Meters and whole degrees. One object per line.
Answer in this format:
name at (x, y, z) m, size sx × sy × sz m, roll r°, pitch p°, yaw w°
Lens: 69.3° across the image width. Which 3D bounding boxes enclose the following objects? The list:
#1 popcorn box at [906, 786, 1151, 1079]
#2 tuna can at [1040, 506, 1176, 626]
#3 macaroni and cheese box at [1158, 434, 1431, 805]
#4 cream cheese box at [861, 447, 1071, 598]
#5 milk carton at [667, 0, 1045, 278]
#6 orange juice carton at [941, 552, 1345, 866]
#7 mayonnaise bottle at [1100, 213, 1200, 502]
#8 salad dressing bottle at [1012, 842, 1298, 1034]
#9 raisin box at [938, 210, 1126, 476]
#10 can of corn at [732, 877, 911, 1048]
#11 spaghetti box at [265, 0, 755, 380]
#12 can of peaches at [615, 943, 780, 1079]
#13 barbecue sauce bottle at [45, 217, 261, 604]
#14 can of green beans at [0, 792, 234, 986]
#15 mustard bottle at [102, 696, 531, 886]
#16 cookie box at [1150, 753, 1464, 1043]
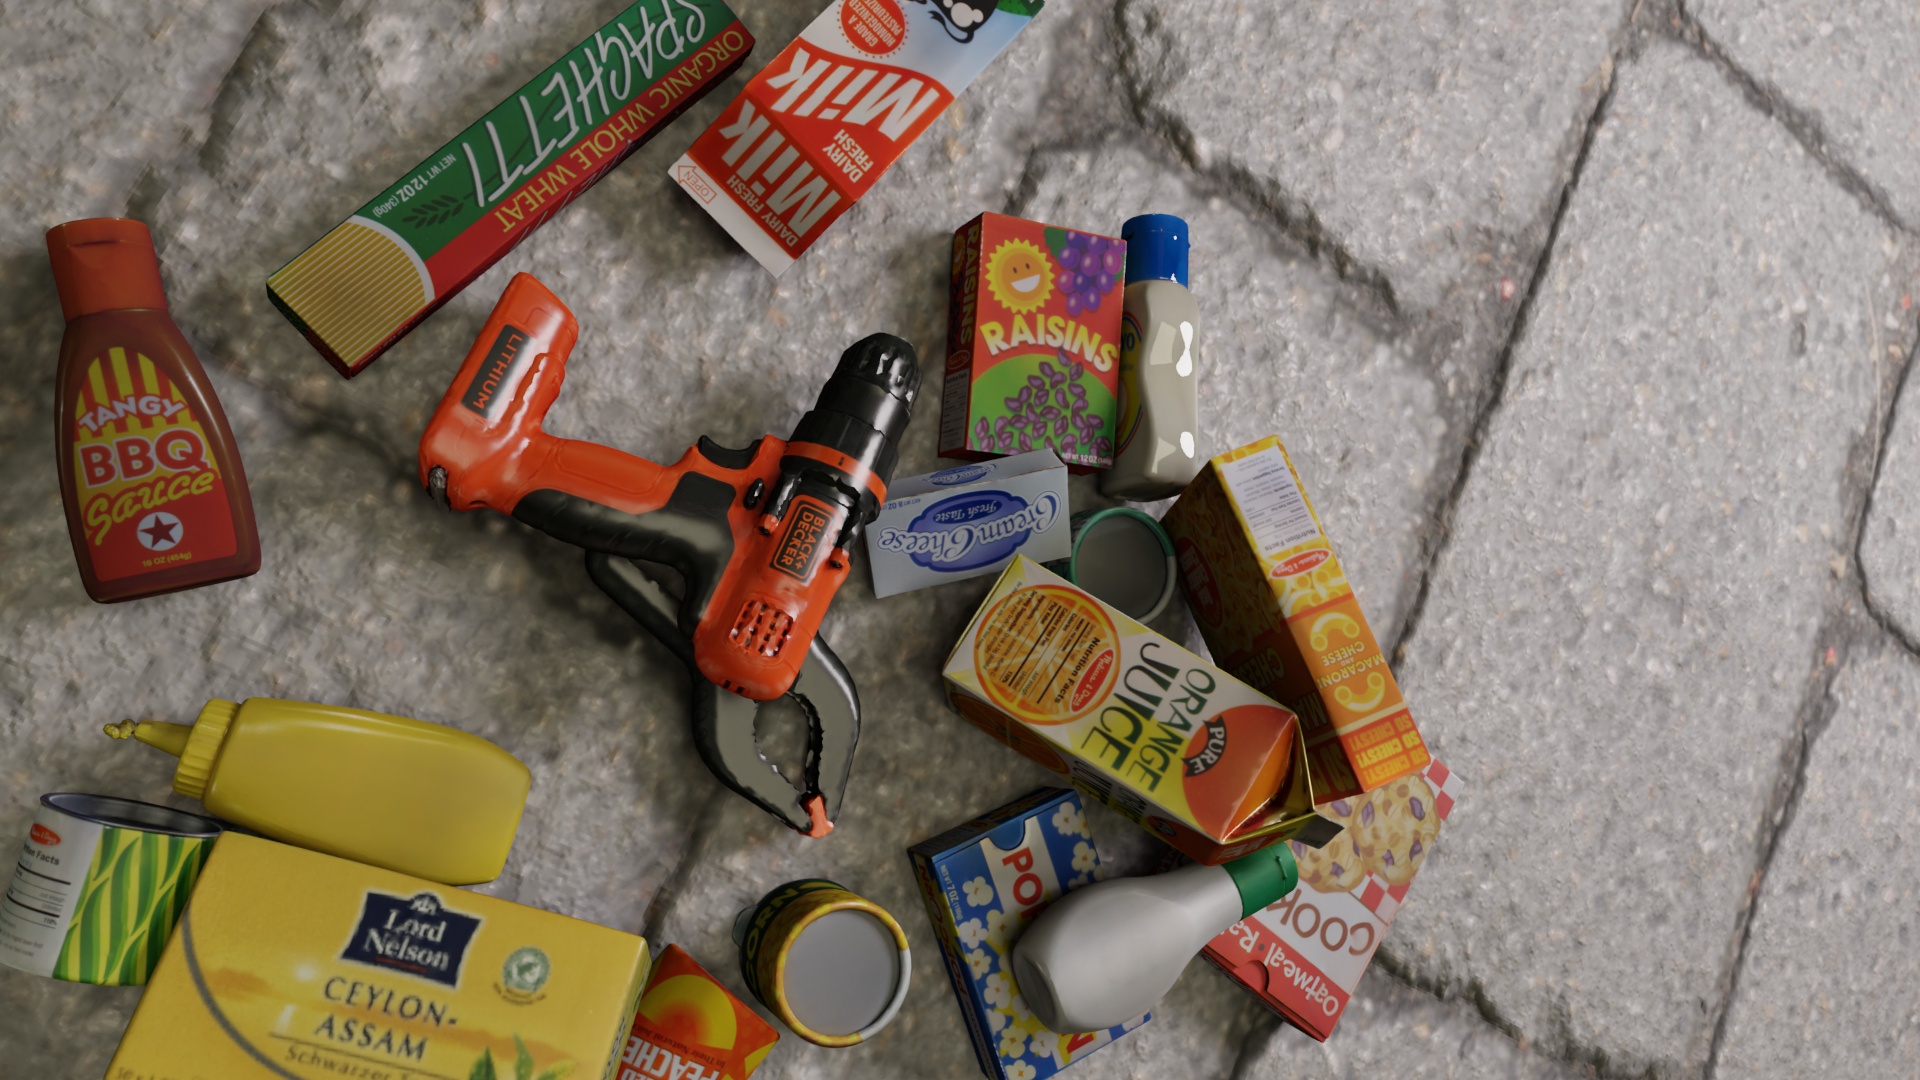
popcorn box at (0.035, 0.198, 0.695) m, size 0.085 × 0.038 × 0.126 m, roll -20°, pitch 94°, yaw -22°
tuna can at (0.077, 0.014, 0.730) m, size 0.071 × 0.033 × 0.071 m, roll 2°, pitch 85°, yaw -23°
macaroni and cheese box at (0.159, 0.046, 0.689) m, size 0.040 × 0.123 × 0.166 m, roll -21°, pitch 77°, yaw -10°
cream cheese box at (0.002, -0.009, 0.684) m, size 0.104 × 0.024 × 0.053 m, roll -12°, pitch 119°, yaw -11°
milk carton at (-0.053, -0.215, 0.672) m, size 0.072 × 0.073 × 0.191 m, roll 44°, pitch 71°, yaw -14°
orange juice carton at (0.091, 0.092, 0.663) m, size 0.193 × 0.071 × 0.073 m, roll 30°, pitch 73°, yaw 14°
mayonnaise bottle at (0.101, -0.097, 0.736) m, size 0.041 × 0.064 × 0.148 m, roll 6°, pitch 79°, yaw -19°
salad dressing bottle at (0.098, 0.186, 0.677) m, size 0.148 × 0.044 × 0.064 m, roll -20°, pitch 88°, yaw -24°
raisin box at (0.038, -0.100, 0.720) m, size 0.086 × 0.040 × 0.123 m, roll 6°, pitch 85°, yaw -22°
can of corn at (-0.065, 0.193, 0.642) m, size 0.071 × 0.058 × 0.071 m, roll 2°, pitch 85°, yaw -23°
spaghetti box at (-0.197, -0.173, 0.632) m, size 0.251 × 0.028 × 0.050 m, roll -46°, pitch 104°, yaw -19°
can of peaches at (-0.122, 0.220, 0.609) m, size 0.071 × 0.071 × 0.058 m, roll 46°, pitch 70°, yaw -13°
barbecue sauce bottle at (-0.330, -0.052, 0.557) m, size 0.065 × 0.043 × 0.148 m, roll -13°, pitch 90°, yaw -22°
can of green beans at (-0.325, 0.133, 0.532) m, size 0.071 × 0.071 × 0.058 m, roll 18°, pitch 80°, yaw -21°
mustard bottle at (-0.263, 0.096, 0.571) m, size 0.160 × 0.048 × 0.065 m, roll 21°, pitch 75°, yaw -19°
cookie box at (0.188, 0.166, 0.761) m, size 0.123 × 0.040 × 0.168 m, roll 40°, pitch 72°, yaw -15°
